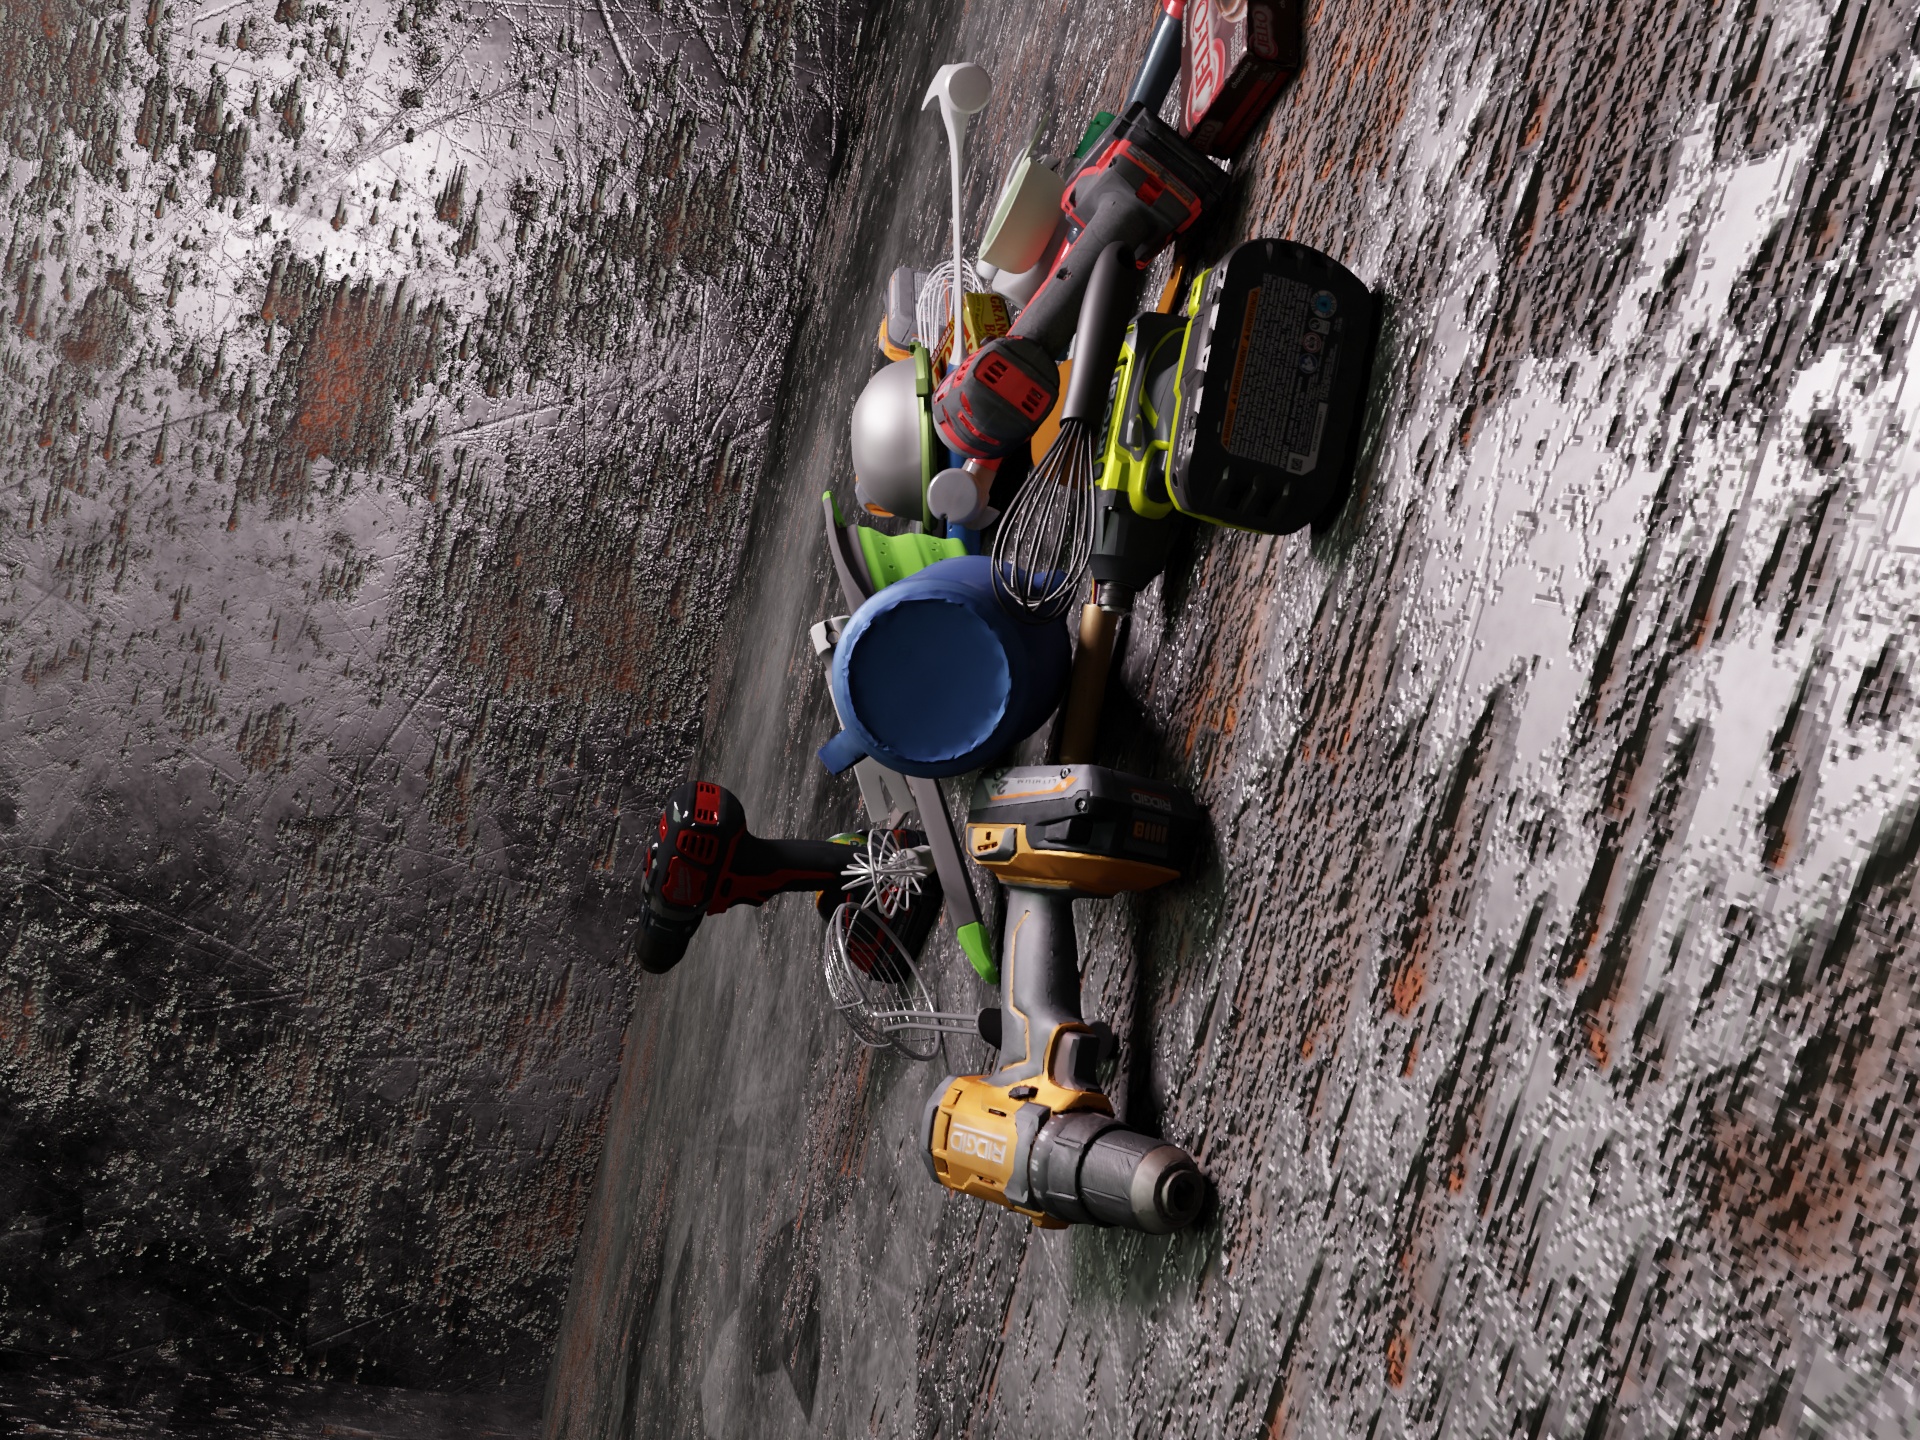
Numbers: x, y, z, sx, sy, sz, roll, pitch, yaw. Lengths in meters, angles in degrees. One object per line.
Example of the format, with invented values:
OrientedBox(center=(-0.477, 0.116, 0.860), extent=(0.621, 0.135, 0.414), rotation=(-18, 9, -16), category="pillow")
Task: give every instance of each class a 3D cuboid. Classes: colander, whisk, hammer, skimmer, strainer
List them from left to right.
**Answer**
OrientedBox(center=(-0.064, 0.006, 1.283), extent=(0.334, 0.035, 0.146), rotation=(50, -158, -86), category="hammer")
OrientedBox(center=(-0.055, -0.183, 1.335), extent=(0.152, 0.069, 0.256), rotation=(-99, 8, -64), category="strainer")
OrientedBox(center=(-0.041, 0.103, 1.121), extent=(0.246, 0.058, 0.059), rotation=(23, -125, -84), category="whisk")
OrientedBox(center=(-0.018, -0.286, 1.481), extent=(0.070, 0.070, 0.284), rotation=(-157, 73, -75), category="whisk")
OrientedBox(center=(-0.002, -0.004, 1.151), extent=(0.204, 0.094, 0.398), rotation=(69, -178, -61), category="colander")
OrientedBox(center=(0.000, -0.290, 1.232), extent=(0.144, 0.035, 0.405), rotation=(-110, 18, -67), category="hammer")
OrientedBox(center=(0.008, 0.174, 1.028), extent=(0.090, 0.127, 0.363), rotation=(-40, 13, -26), category="skimmer")
OrientedBox(center=(0.063, -0.374, 1.307), extent=(0.331, 0.033, 0.128), rotation=(-101, 26, -55), category="hammer")
OrientedBox(center=(0.062, -0.162, 0.866), extent=(0.055, 0.055, 0.239), rotation=(141, 146, -67), category="whisk")
OrientedBox(center=(0.079, -0.314, 1.101), extent=(0.386, 0.038, 0.143), rotation=(-65, -5, 10), category="hammer")
OrientedBox(center=(0.087, -0.092, 0.981), extent=(0.051, 0.047, 0.245), rotation=(-163, 82, -74), category="whisk")

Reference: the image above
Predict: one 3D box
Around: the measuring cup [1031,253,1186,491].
OrientedBox(center=(0.094, -0.230, 1.039), extent=(0.095, 0.052, 0.173), rotation=(-97, 22, -50), category="measuring cup")

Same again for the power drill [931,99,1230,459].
OrientedBox(center=(0.061, -0.256, 0.977), extent=(0.220, 0.078, 0.143), rotation=(-56, 10, -7), category="power drill")

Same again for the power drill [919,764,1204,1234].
OrientedBox(center=(0.061, 0.139, 0.800), extent=(0.185, 0.084, 0.226), rotation=(-5, 74, 57), category="power drill")

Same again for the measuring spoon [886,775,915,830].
OrientedBox(center=(-0.052, 0.068, 1.399), extent=(0.124, 0.018, 0.034), rotation=(123, 155, -54), category="measuring spoon")

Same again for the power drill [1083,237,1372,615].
OrientedBox(center=(0.123, -0.147, 0.837), extent=(0.223, 0.080, 0.171), rotation=(171, 111, -78), category="power drill")

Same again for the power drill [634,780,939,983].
OrientedBox(center=(-0.147, 0.147, 1.280), extent=(0.080, 0.226, 0.187), rotation=(-97, 25, -51), category="power drill")

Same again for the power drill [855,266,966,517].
OrientedBox(center=(-0.058, -0.343, 1.632), extent=(0.164, 0.084, 0.226), rotation=(-93, 18, -46), category="power drill")

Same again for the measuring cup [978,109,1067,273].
OrientedBox(center=(0.057, -0.382, 1.135), extent=(0.083, 0.038, 0.168), rotation=(-50, 17, 50), category="measuring cup")
